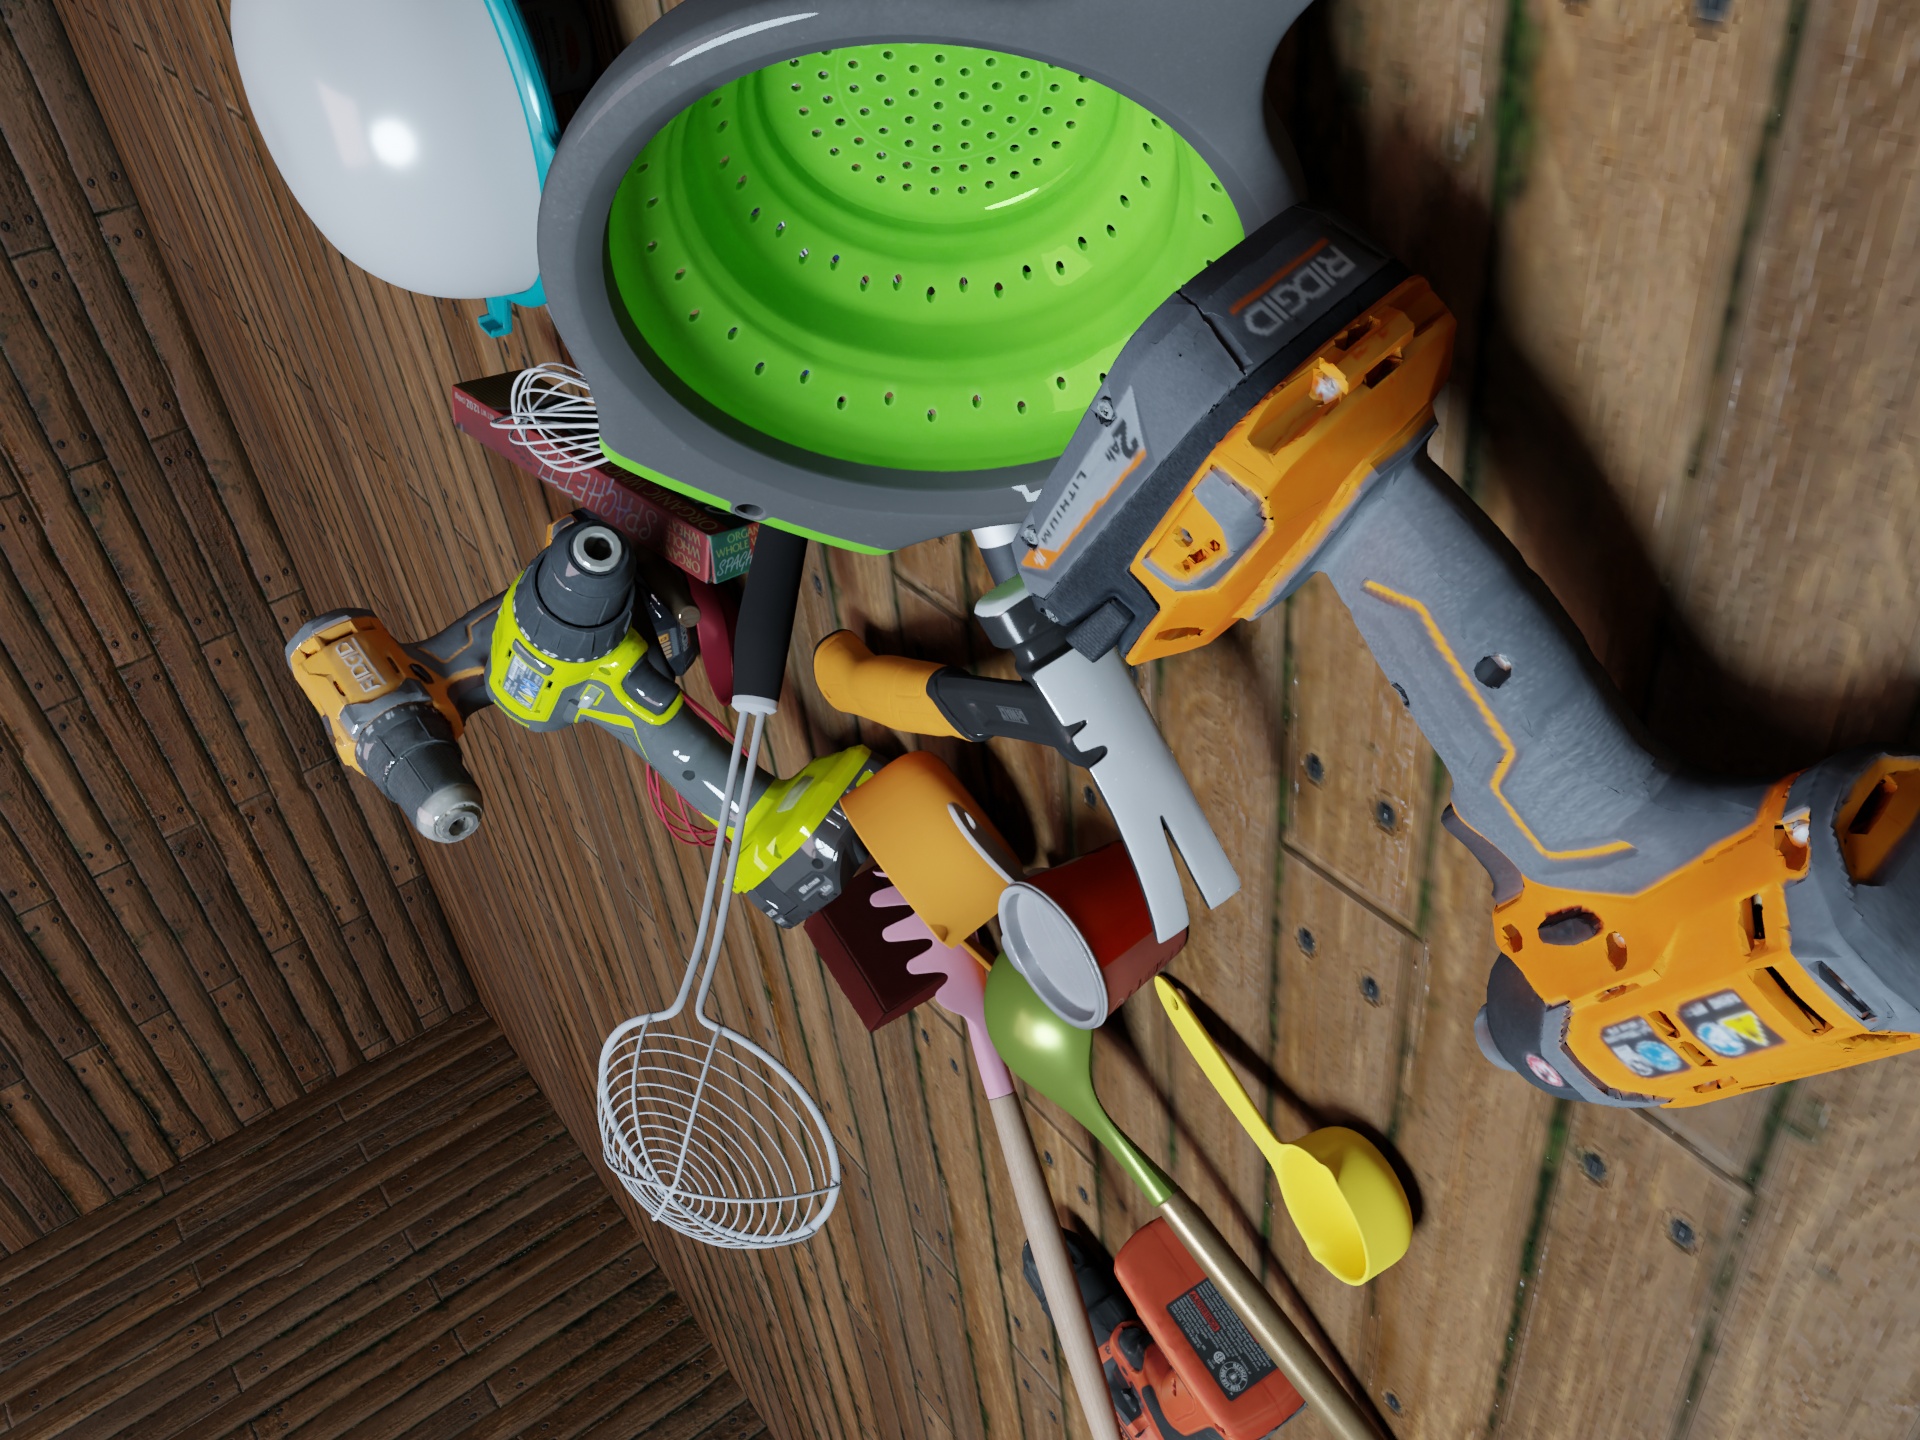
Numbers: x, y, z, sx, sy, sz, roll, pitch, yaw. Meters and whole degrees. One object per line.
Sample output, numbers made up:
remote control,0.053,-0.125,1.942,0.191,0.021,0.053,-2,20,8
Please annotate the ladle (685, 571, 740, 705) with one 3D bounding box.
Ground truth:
ladle,-0.190,-0.158,0.926,0.315,0.031,0.069,65,156,-3

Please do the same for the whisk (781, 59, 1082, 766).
whisk,0.003,-0.103,0.577,0.070,0.070,0.284,19,137,56

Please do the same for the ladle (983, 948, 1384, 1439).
ladle,0.119,0.230,0.724,0.320,0.062,0.078,51,154,8

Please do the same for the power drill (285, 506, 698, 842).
power drill,-0.274,-0.030,0.979,0.186,0.226,0.084,45,151,32

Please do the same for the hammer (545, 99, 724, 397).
hammer,-0.136,-0.244,0.719,0.144,0.035,0.405,65,156,-5

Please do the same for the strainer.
strainer,-0.296,-0.337,0.717,0.340,0.095,0.211,63,155,-7

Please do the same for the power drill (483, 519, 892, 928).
power drill,-0.141,0.000,0.828,0.228,0.080,0.190,39,151,-6

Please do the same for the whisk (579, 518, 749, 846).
whisk,-0.179,-0.012,0.963,0.073,0.073,0.295,43,159,35

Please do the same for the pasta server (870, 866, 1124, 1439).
pasta server,0.023,0.220,0.813,0.060,0.040,0.316,11,-120,-71

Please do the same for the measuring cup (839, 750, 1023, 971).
measuring cup,0.009,0.080,0.770,0.173,0.052,0.095,50,-179,-44

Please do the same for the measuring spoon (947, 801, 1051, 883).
measuring spoon,0.026,0.060,0.684,0.124,0.018,0.034,47,-165,-53

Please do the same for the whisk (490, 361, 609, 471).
whisk,-0.147,-0.146,0.776,0.246,0.059,0.057,10,114,40

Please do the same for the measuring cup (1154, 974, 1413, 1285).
measuring cup,0.128,0.155,0.644,0.157,0.029,0.062,-125,23,-44

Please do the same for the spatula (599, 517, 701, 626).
spatula,-0.211,-0.128,0.956,0.316,0.018,0.059,47,159,50

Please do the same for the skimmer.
skimmer,-0.092,0.059,0.740,0.127,0.363,0.090,3,168,27

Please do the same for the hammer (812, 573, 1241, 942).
hammer,-0.001,-0.002,0.648,0.127,0.034,0.337,60,166,-14

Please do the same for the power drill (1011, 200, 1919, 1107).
power drill,0.121,0.003,0.398,0.226,0.084,0.164,46,153,7

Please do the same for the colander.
colander,0.036,-0.176,0.382,0.397,0.204,0.095,-34,46,50
